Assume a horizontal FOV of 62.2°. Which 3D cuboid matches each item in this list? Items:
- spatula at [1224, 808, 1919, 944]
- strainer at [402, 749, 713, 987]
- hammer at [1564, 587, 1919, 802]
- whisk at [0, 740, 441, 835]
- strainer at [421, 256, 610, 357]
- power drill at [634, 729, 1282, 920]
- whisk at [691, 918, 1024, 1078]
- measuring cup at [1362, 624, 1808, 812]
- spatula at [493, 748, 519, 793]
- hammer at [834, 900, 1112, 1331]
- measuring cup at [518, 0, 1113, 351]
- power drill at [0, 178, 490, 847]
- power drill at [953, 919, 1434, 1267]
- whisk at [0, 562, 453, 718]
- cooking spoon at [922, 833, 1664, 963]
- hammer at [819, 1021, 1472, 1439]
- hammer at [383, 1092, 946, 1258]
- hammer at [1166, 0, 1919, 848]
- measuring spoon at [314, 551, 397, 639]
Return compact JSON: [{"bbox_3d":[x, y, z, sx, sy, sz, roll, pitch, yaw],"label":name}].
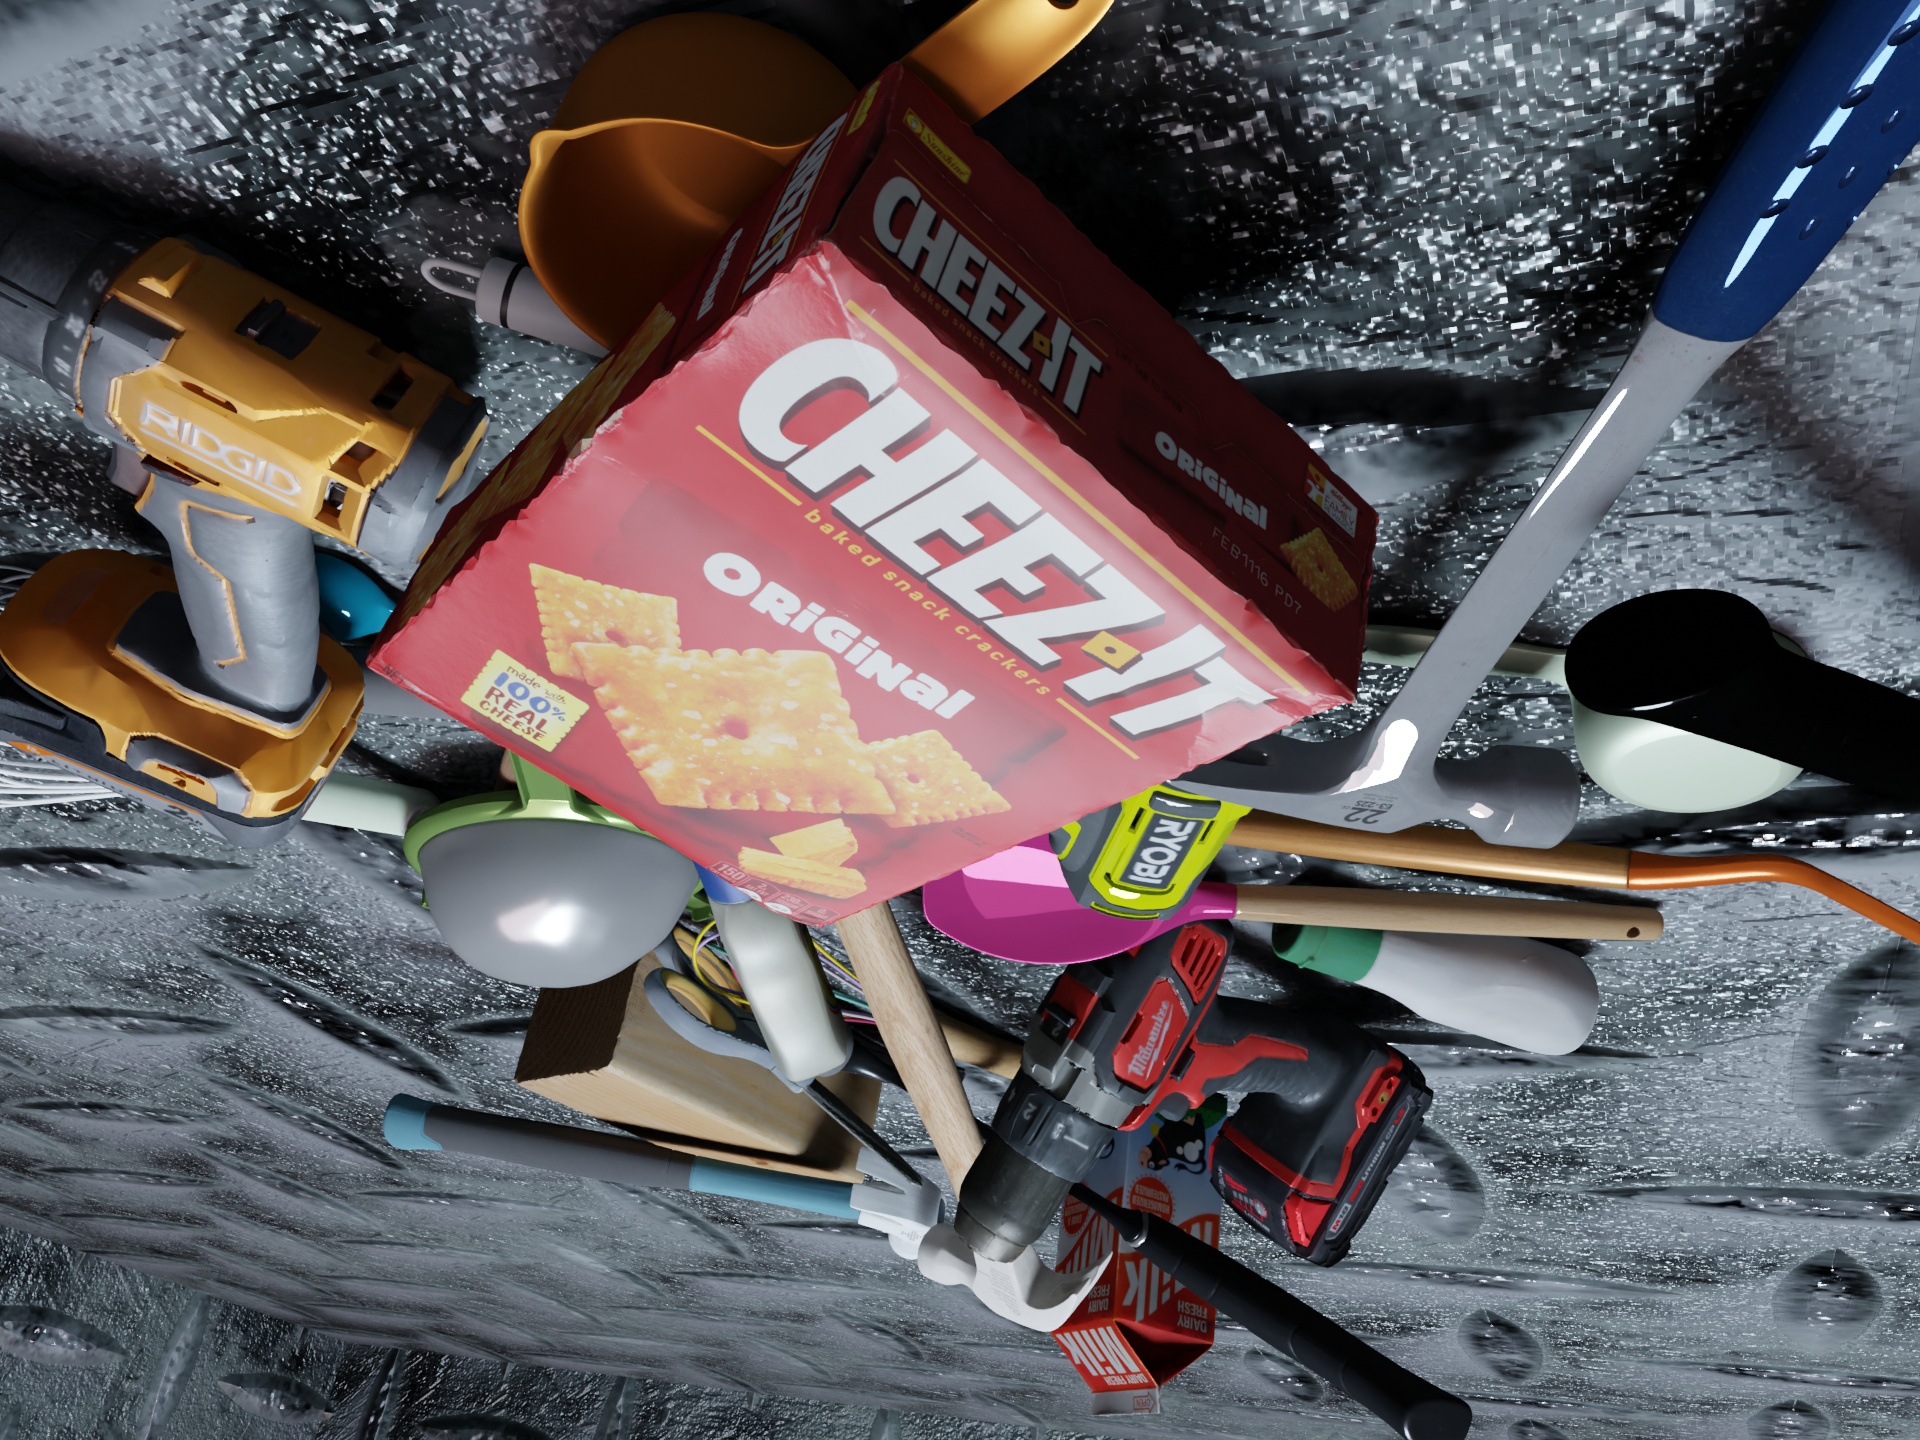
[{"bbox_3d":[0.226,0.063,0.602,0.323,0.041,0.081,5,176,28],"label":"spatula"},{"bbox_3d":[-0.189,0.071,0.729,0.151,0.069,0.256,3,156,-8],"label":"strainer"},{"bbox_3d":[0.301,0.018,0.483,0.334,0.035,0.146,13,154,-30],"label":"hammer"},{"bbox_3d":[-0.331,0.024,0.697,0.059,0.058,0.246,34,-172,35],"label":"whisk"},{"bbox_3d":[-0.033,-0.092,0.471,0.258,0.050,0.087,17,164,-4],"label":"strainer"},{"bbox_3d":[-0.001,-0.002,0.577,0.223,0.080,0.171,10,145,-5],"label":"power drill"},{"bbox_3d":[-0.047,0.159,0.897,0.244,0.047,0.051,29,157,-36],"label":"whisk"},{"bbox_3d":[0.203,-0.004,0.538,0.167,0.038,0.083,8,150,0],"label":"measuring cup"},{"bbox_3d":[-0.181,-0.001,0.687,0.059,0.018,0.315,29,146,-8],"label":"spatula"},{"bbox_3d":[-0.012,0.181,0.788,0.130,0.031,0.331,8,128,42],"label":"hammer"},{"bbox_3d":[-0.030,-0.142,0.371,0.173,0.052,0.095,-21,137,39],"label":"measuring cup"},{"bbox_3d":[-0.272,-0.067,0.530,0.185,0.084,0.226,27,136,-13],"label":"power drill"},{"bbox_3d":[0.110,0.194,0.770,0.226,0.188,0.080,33,177,-36],"label":"power drill"},{"bbox_3d":[-0.310,-0.028,0.661,0.239,0.055,0.055,7,150,-1],"label":"whisk"},{"bbox_3d":[0.143,0.079,0.684,0.319,0.017,0.068,3,115,-1],"label":"cooking spoon"},{"bbox_3d":[0.084,0.270,0.866,0.409,0.036,0.149,23,173,37],"label":"hammer"},{"bbox_3d":[-0.171,0.265,0.937,0.331,0.033,0.128,11,150,-2],"label":"hammer"},{"bbox_3d":[0.163,-0.086,0.372,0.144,0.035,0.405,6,144,-9],"label":"hammer"},{"bbox_3d":[-0.212,-0.025,0.634,0.128,0.021,0.042,28,145,-9],"label":"measuring spoon"}]
